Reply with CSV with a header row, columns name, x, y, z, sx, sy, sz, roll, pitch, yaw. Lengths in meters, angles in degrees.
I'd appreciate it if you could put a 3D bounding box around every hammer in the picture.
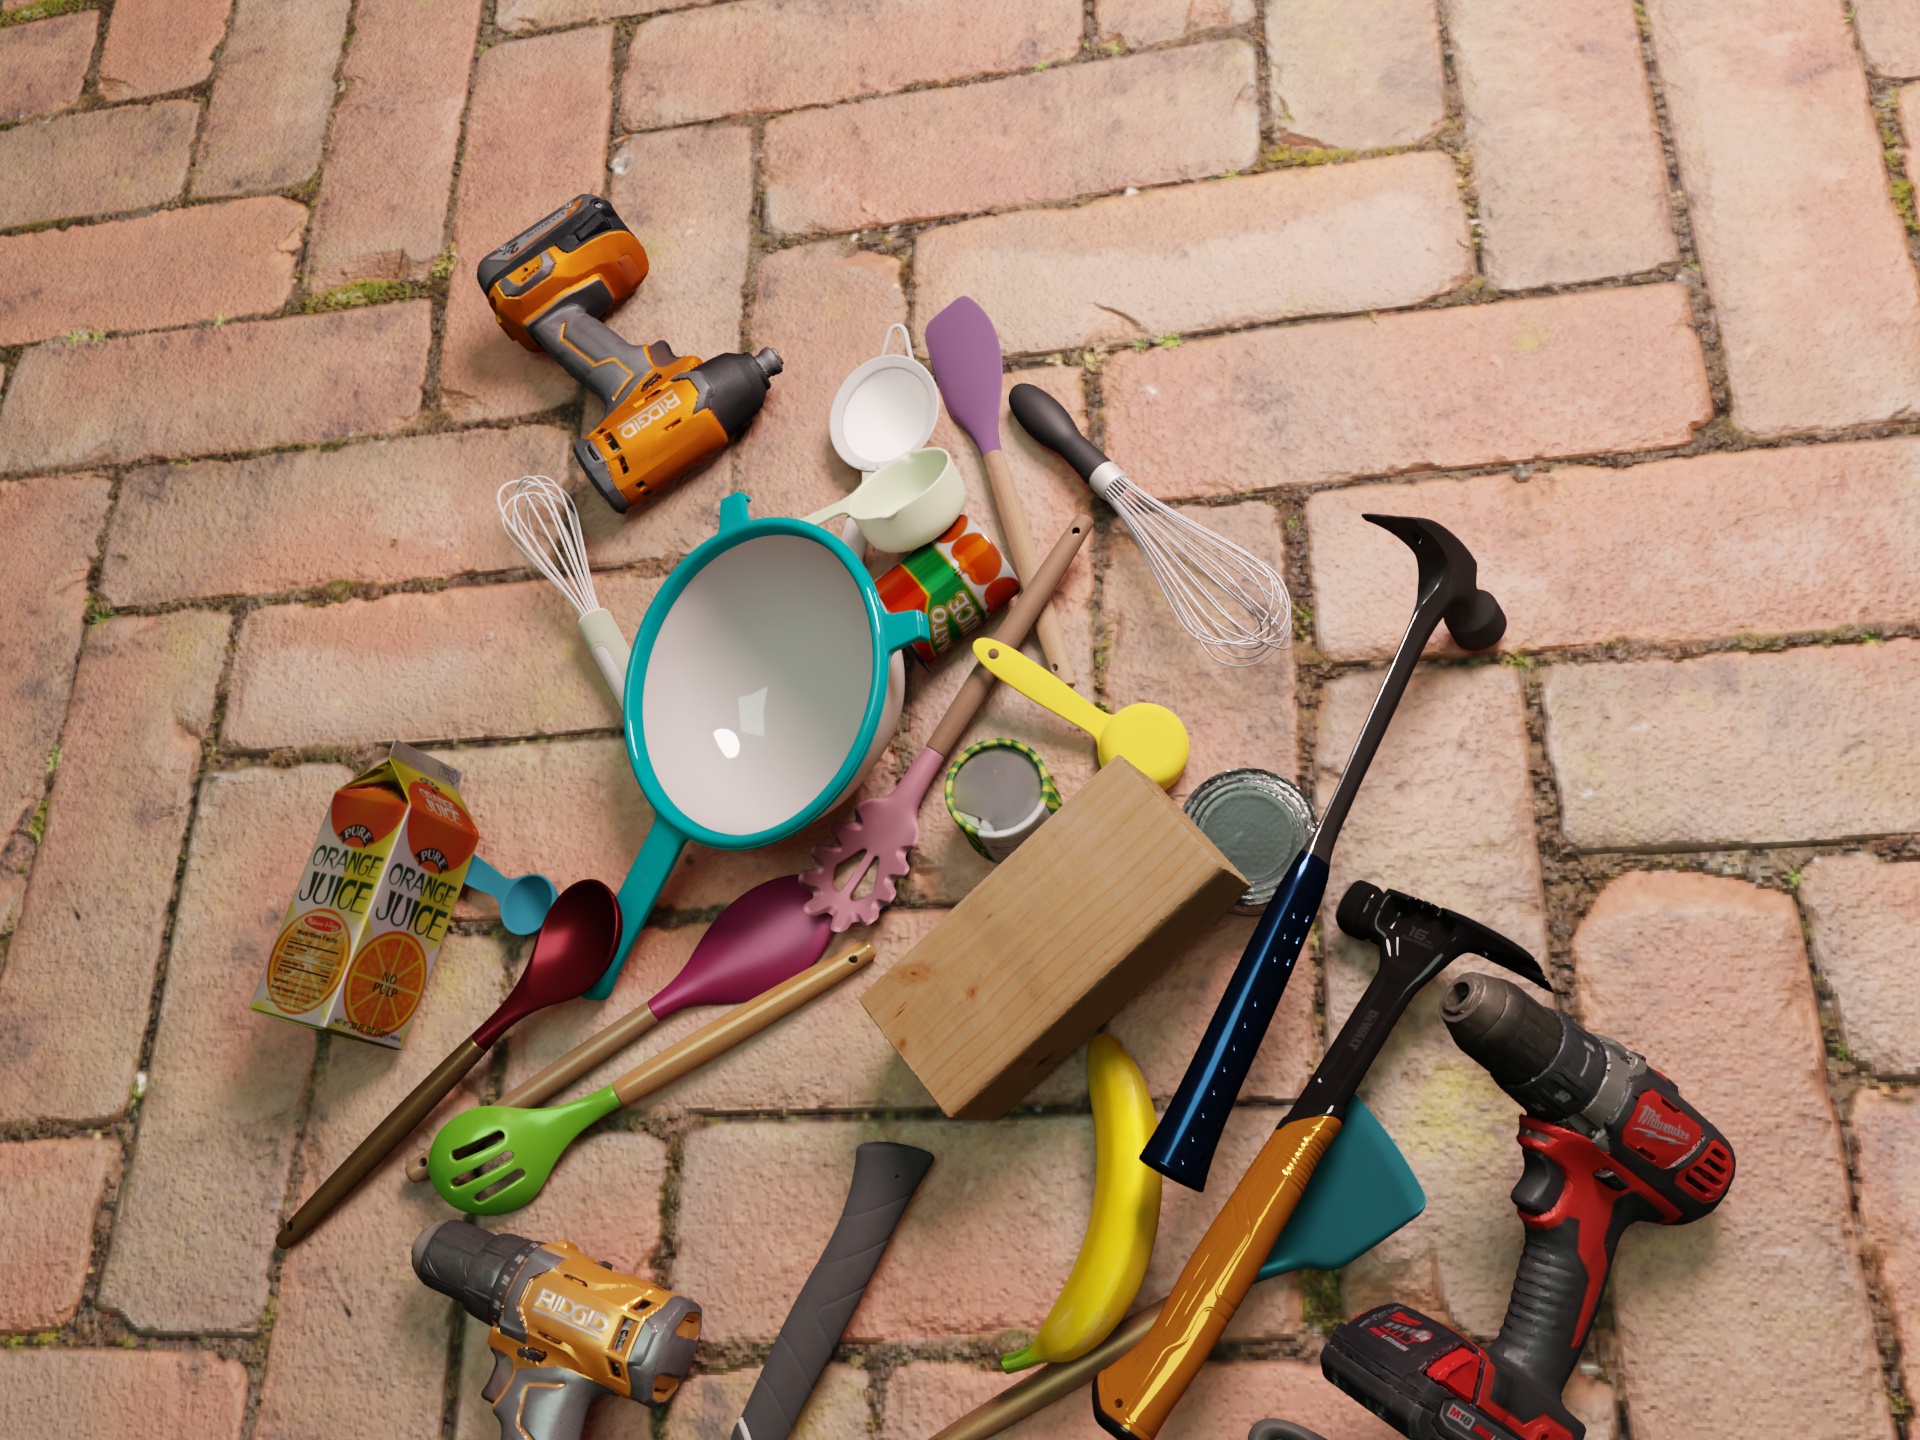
name,x,y,z,sx,sy,sz,roll,pitch,yaw
hammer,0.182,0.240,0.853,0.127,0.034,0.337,20,67,47
hammer,0.200,0.067,0.895,0.035,0.143,0.405,13,69,44
hammer,-0.119,0.420,0.873,0.149,0.036,0.409,33,69,-13

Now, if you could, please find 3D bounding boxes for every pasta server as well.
name,x,y,z,sx,sy,sz,roll,pitch,yaw
pasta server,-0.002,-0.003,1.023,0.060,0.040,0.316,32,83,6

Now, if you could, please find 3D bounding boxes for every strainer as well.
name,x,y,z,sx,sy,sz,roll,pitch,yaw
strainer,-0.067,-0.149,1.107,0.087,0.050,0.258,9,77,27
strainer,-0.141,0.038,1.033,0.211,0.095,0.340,35,101,33

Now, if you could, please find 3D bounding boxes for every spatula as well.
name,x,y,z,sx,sy,sz,roll,pitch,yaw
spatula,0.107,0.323,0.875,0.317,0.044,0.082,-32,41,1
spatula,0.031,-0.162,1.096,0.060,0.018,0.316,-31,63,33

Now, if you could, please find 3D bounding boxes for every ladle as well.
name,x,y,z,sx,sy,sz,roll,pitch,yaw
ladle,-0.323,0.223,1.008,0.315,0.031,0.069,-45,54,2

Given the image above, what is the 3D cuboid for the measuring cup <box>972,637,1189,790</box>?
name,x,y,z,sx,sy,sz,roll,pitch,yaw
measuring cup,0.074,-0.010,1.001,0.156,0.029,0.062,33,78,5

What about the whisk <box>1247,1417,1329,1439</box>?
name,x,y,z,sx,sy,sz,roll,pitch,yaw
whisk,0.280,0.427,0.788,0.296,0.073,0.073,20,74,27

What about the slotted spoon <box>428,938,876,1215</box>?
name,x,y,z,sx,sy,sz,roll,pitch,yaw
slotted spoon,-0.192,0.218,0.993,0.314,0.031,0.070,-29,93,-3

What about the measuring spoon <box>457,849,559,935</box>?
name,x,y,z,sx,sy,sz,roll,pitch,yaw
measuring spoon,-0.317,0.109,1.079,0.129,0.021,0.042,24,80,30

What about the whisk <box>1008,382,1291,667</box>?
name,x,y,z,sx,sy,sz,roll,pitch,yaw
whisk,0.117,-0.139,1.052,0.070,0.070,0.285,-38,61,-4

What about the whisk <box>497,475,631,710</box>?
name,x,y,z,sx,sy,sz,roll,pitch,yaw
whisk,-0.263,-0.077,1.122,0.057,0.059,0.246,-47,64,35

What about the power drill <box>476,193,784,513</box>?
name,x,y,z,sx,sy,sz,roll,pitch,yaw
power drill,-0.242,-0.280,1.180,0.164,0.084,0.227,-34,69,-2

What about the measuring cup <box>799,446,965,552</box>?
name,x,y,z,sx,sy,sz,roll,pitch,yaw
measuring cup,-0.071,-0.128,1.064,0.167,0.038,0.083,-20,33,24

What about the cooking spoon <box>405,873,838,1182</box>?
name,x,y,z,sx,sy,sz,roll,pitch,yaw
cooking spoon,-0.217,0.200,1.014,0.319,0.017,0.069,-34,67,-2

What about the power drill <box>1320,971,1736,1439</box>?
name,x,y,z,sx,sy,sz,roll,pitch,yaw
power drill,0.275,0.255,0.801,0.187,0.080,0.227,37,78,-17

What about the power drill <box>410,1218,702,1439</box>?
name,x,y,z,sx,sy,sz,roll,pitch,yaw
power drill,-0.273,0.411,0.912,0.185,0.084,0.226,15,69,19
